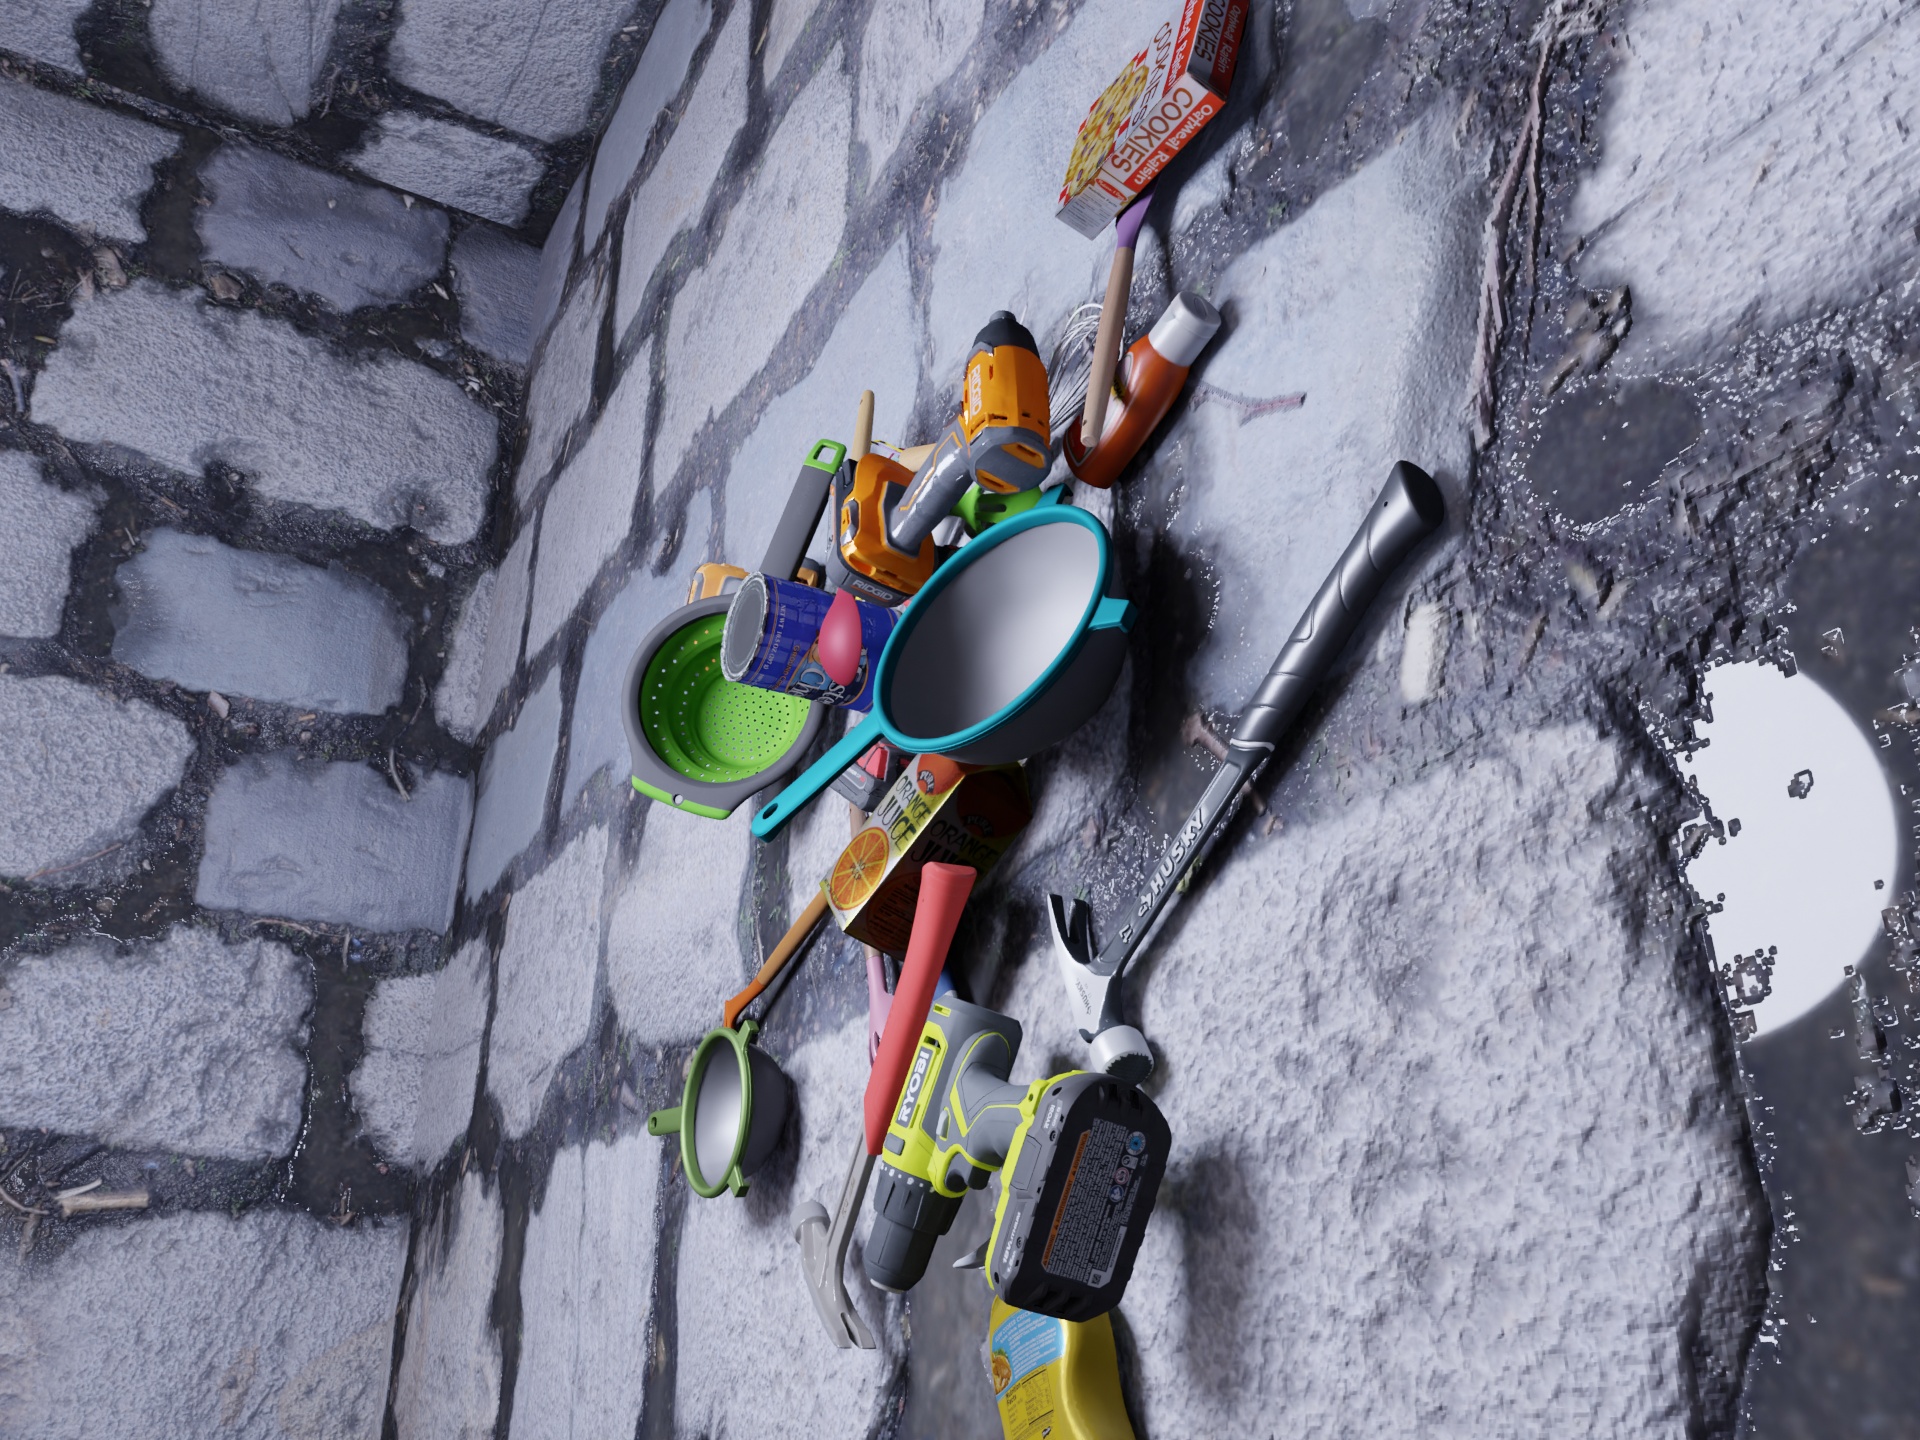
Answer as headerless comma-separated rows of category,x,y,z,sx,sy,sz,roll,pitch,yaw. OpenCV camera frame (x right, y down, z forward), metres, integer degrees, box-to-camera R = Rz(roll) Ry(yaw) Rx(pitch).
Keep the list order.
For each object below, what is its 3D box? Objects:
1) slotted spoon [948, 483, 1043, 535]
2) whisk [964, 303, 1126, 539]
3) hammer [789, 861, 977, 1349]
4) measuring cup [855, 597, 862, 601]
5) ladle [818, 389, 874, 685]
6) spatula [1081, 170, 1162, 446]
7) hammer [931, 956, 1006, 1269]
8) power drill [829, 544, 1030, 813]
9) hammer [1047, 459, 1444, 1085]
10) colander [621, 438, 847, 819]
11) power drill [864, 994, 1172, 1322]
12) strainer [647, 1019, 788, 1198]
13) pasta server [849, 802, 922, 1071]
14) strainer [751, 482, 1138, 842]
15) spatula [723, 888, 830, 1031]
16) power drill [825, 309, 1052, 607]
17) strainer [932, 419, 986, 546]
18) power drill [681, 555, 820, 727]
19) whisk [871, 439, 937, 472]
slotted spoon,-0.025,-0.179,1.349,0.314,0.031,0.070,12,103,60
whisk,0.062,-0.228,1.259,0.059,0.058,0.246,54,137,18
hammer,-0.052,0.273,1.170,0.149,0.036,0.359,45,121,61
measuring cup,-0.069,-0.147,1.501,0.156,0.029,0.062,122,154,-55
ladle,-0.096,-0.172,1.418,0.069,0.031,0.316,-41,38,51
spatula,0.119,-0.325,1.166,0.060,0.018,0.316,-33,37,52
hammer,-0.010,0.224,1.193,0.144,0.035,0.406,-63,30,23
power drill,-0.021,-0.030,1.293,0.188,0.080,0.226,27,99,62
hammer,0.164,0.027,0.955,0.408,0.036,0.149,-62,29,25
colander,-0.192,-0.088,1.581,0.094,0.204,0.397,62,-131,-73
power drill,0.019,0.281,0.978,0.228,0.080,0.190,0,69,63
strainer,-0.223,0.373,1.493,0.256,0.069,0.152,-30,55,56
pasta server,-0.067,0.183,1.335,0.060,0.040,0.317,-57,29,34
strainer,-0.002,-0.004,1.143,0.340,0.095,0.211,-41,33,15
spatula,-0.167,0.232,1.505,0.322,0.041,0.081,-53,35,31
power drill,-0.014,-0.207,1.234,0.226,0.084,0.164,-38,40,41
strainer,-0.001,-0.197,1.369,0.087,0.050,0.258,-104,32,-50
power drill,-0.232,-0.087,1.719,0.226,0.084,0.185,6,85,58
whisk,-0.050,-0.229,1.431,0.047,0.051,0.245,-69,19,-1
